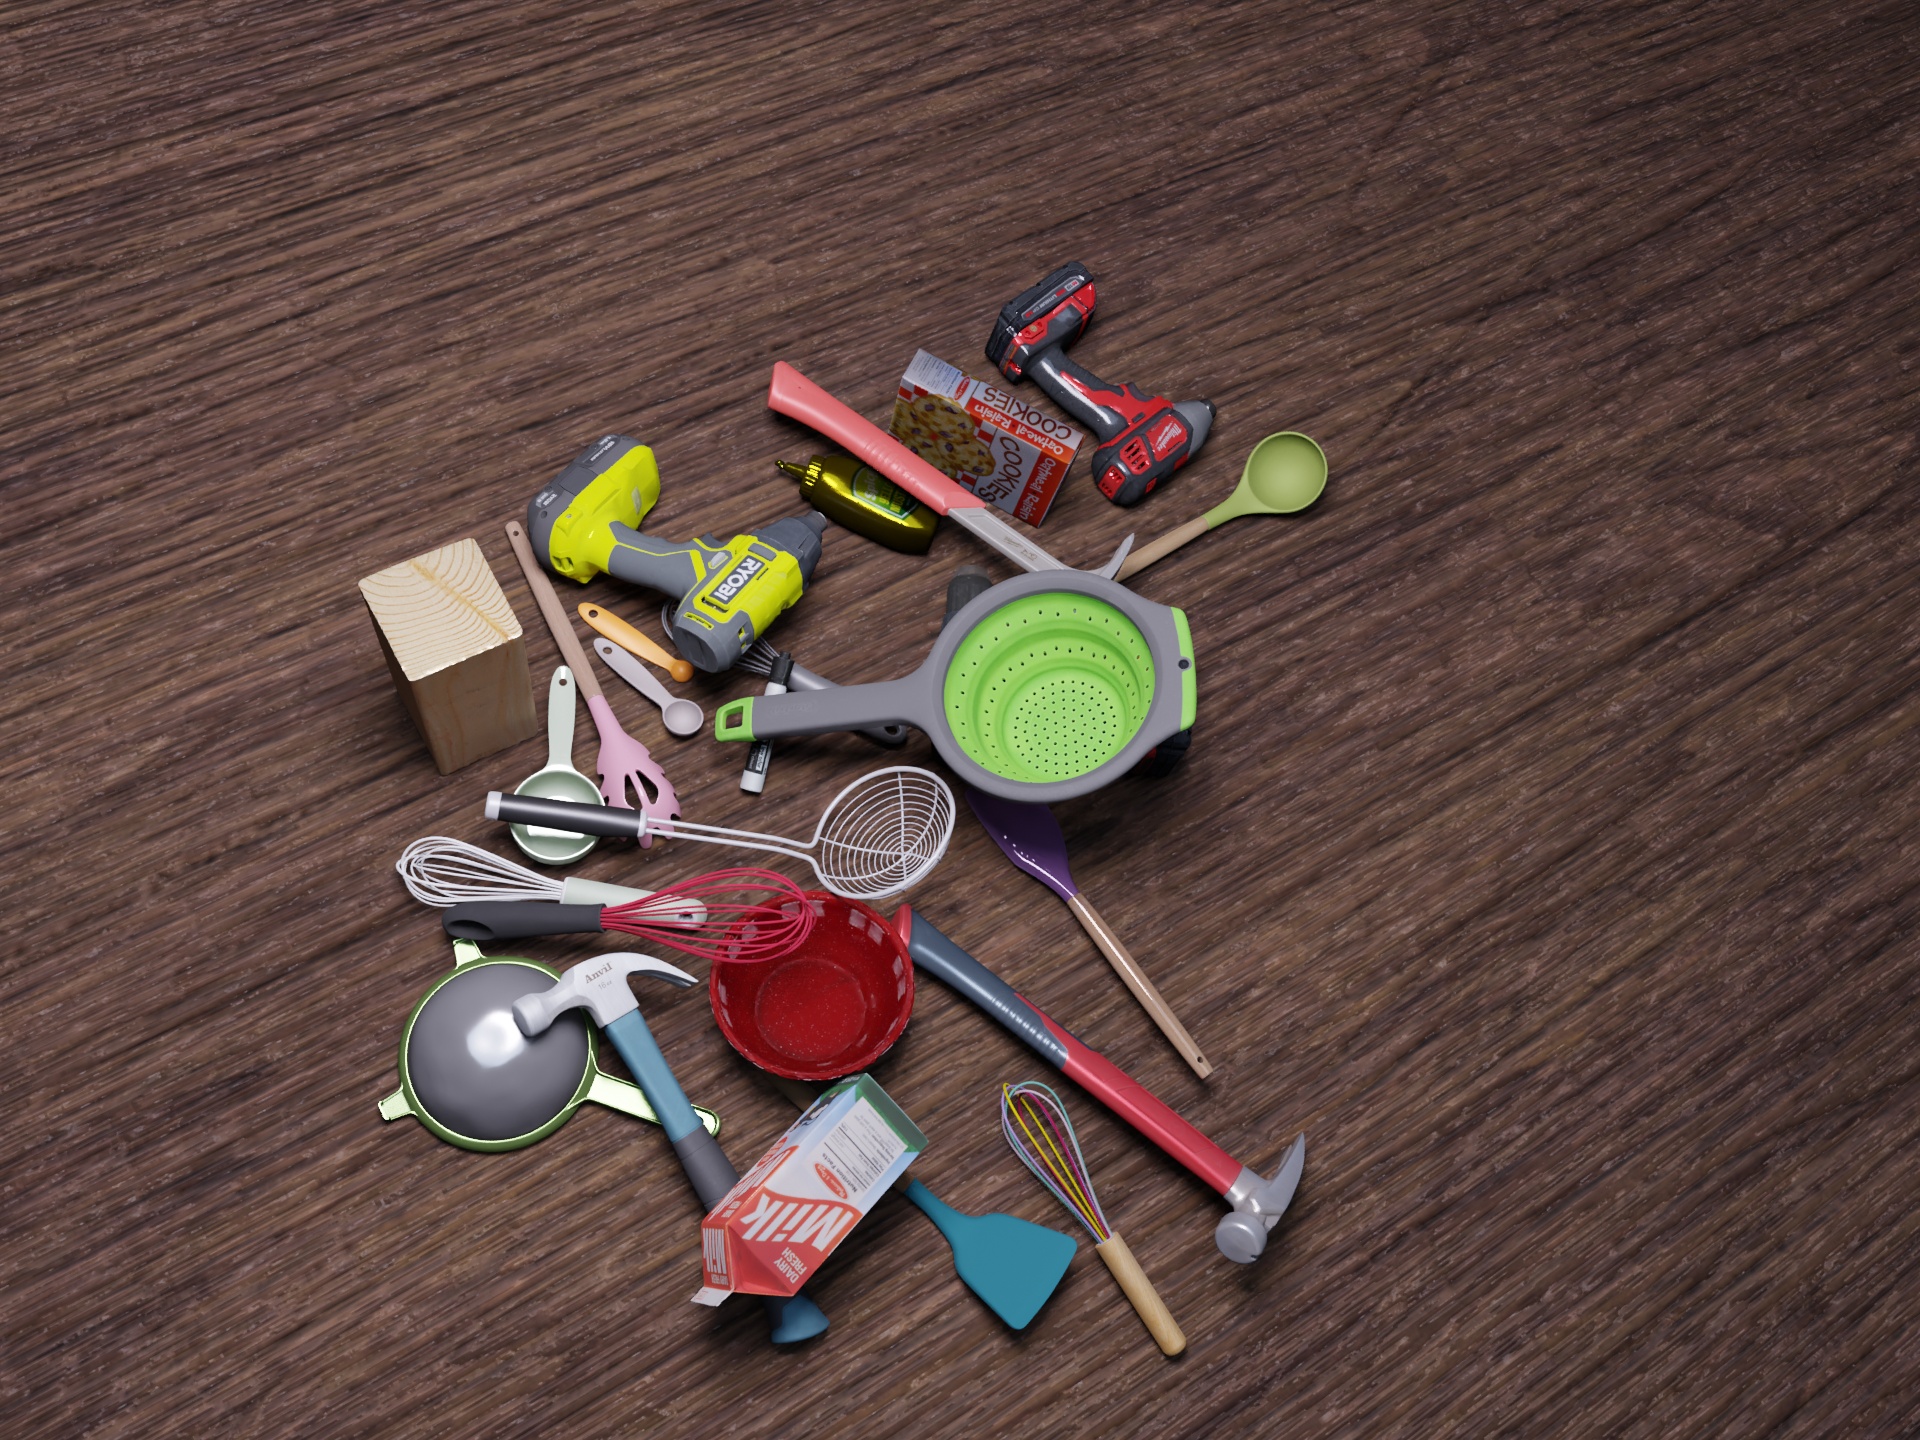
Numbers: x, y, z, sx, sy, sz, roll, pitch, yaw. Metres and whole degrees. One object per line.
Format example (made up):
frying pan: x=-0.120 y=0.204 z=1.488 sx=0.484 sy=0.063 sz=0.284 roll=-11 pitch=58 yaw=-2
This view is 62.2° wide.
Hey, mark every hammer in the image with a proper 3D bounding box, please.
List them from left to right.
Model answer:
hammer: x=-0.200 y=0.324 z=1.198 sx=0.128 sy=0.033 sz=0.331 roll=-30 pitch=88 yaw=-33
hammer: x=-0.021 y=-0.214 z=1.420 sx=0.359 sy=0.036 sz=0.149 roll=36 pitch=53 yaw=9
hammer: x=0.104 y=0.270 z=1.295 sx=0.386 sy=0.038 sz=0.143 roll=37 pitch=33 yaw=12

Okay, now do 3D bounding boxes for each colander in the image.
colander: x=-0.002 y=-0.004 z=1.310 sx=0.397 sy=0.094 sz=0.205 roll=-6 pitch=64 yaw=12

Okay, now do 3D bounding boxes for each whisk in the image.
whisk: x=-0.325 y=0.136 z=1.274 sx=0.246 sy=0.059 sz=0.057 roll=12 pitch=104 yaw=-11
whisk: x=-0.257 y=0.152 z=1.231 sx=0.296 sy=0.073 sz=0.073 roll=-2 pitch=69 yaw=5
whisk: x=-0.150 y=-0.044 z=1.378 sx=0.239 sy=0.055 sz=0.055 roll=29 pitch=66 yaw=-4
whisk: x=0.105 y=0.391 z=1.263 sx=0.051 sy=0.047 sz=0.245 roll=-31 pitch=82 yaw=-22

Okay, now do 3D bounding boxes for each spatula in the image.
spatula: x=-0.057 y=0.344 z=1.244 sx=0.317 sy=0.044 sz=0.082 roll=38 pitch=64 yaw=6
spatula: x=0.113 y=0.169 z=1.347 sx=0.060 sy=0.018 sz=0.316 roll=-29 pitch=70 yaw=-22

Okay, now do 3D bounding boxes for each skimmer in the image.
skimmer: x=-0.189 y=0.073 z=1.268 sx=0.363 sy=0.090 sz=0.127 roll=9 pitch=48 yaw=-13

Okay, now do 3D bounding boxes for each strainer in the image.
strainer: x=-0.303 y=0.266 z=1.211 sx=0.256 sy=0.069 sz=0.152 roll=20 pitch=66 yaw=-1

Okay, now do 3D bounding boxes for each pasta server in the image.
pasta server: x=-0.321 y=-0.037 z=1.351 sx=0.060 sy=0.040 sz=0.316 roll=-23 pitch=71 yaw=-19

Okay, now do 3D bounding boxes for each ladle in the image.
ladle: x=0.212 y=-0.179 z=1.497 sx=0.320 sy=0.062 sz=0.078 roll=-30 pitch=79 yaw=-18

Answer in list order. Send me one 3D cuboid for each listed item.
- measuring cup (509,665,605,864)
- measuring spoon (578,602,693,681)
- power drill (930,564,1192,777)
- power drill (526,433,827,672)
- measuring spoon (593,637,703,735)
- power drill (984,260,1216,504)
measuring cup: x=-0.330 y=0.038 z=1.310 sx=0.083 sy=0.038 sz=0.168 roll=2 pitch=69 yaw=-13
measuring spoon: x=-0.282 y=-0.070 z=1.377 sx=0.117 sy=0.011 sz=0.021 roll=32 pitch=66 yaw=2
power drill: x=0.085 y=-0.042 z=1.408 sx=0.226 sy=0.080 sz=0.188 roll=5 pitch=68 yaw=-6
power drill: x=-0.236 y=-0.150 z=1.345 sx=0.223 sy=0.080 sz=0.171 roll=27 pitch=59 yaw=19
measuring spoon: x=-0.270 y=-0.028 z=1.365 sx=0.124 sy=0.018 sz=0.034 roll=40 pitch=55 yaw=13
power drill: x=0.140 y=-0.324 z=1.529 sx=0.143 sy=0.078 sz=0.220 roll=-38 pitch=83 yaw=-22
